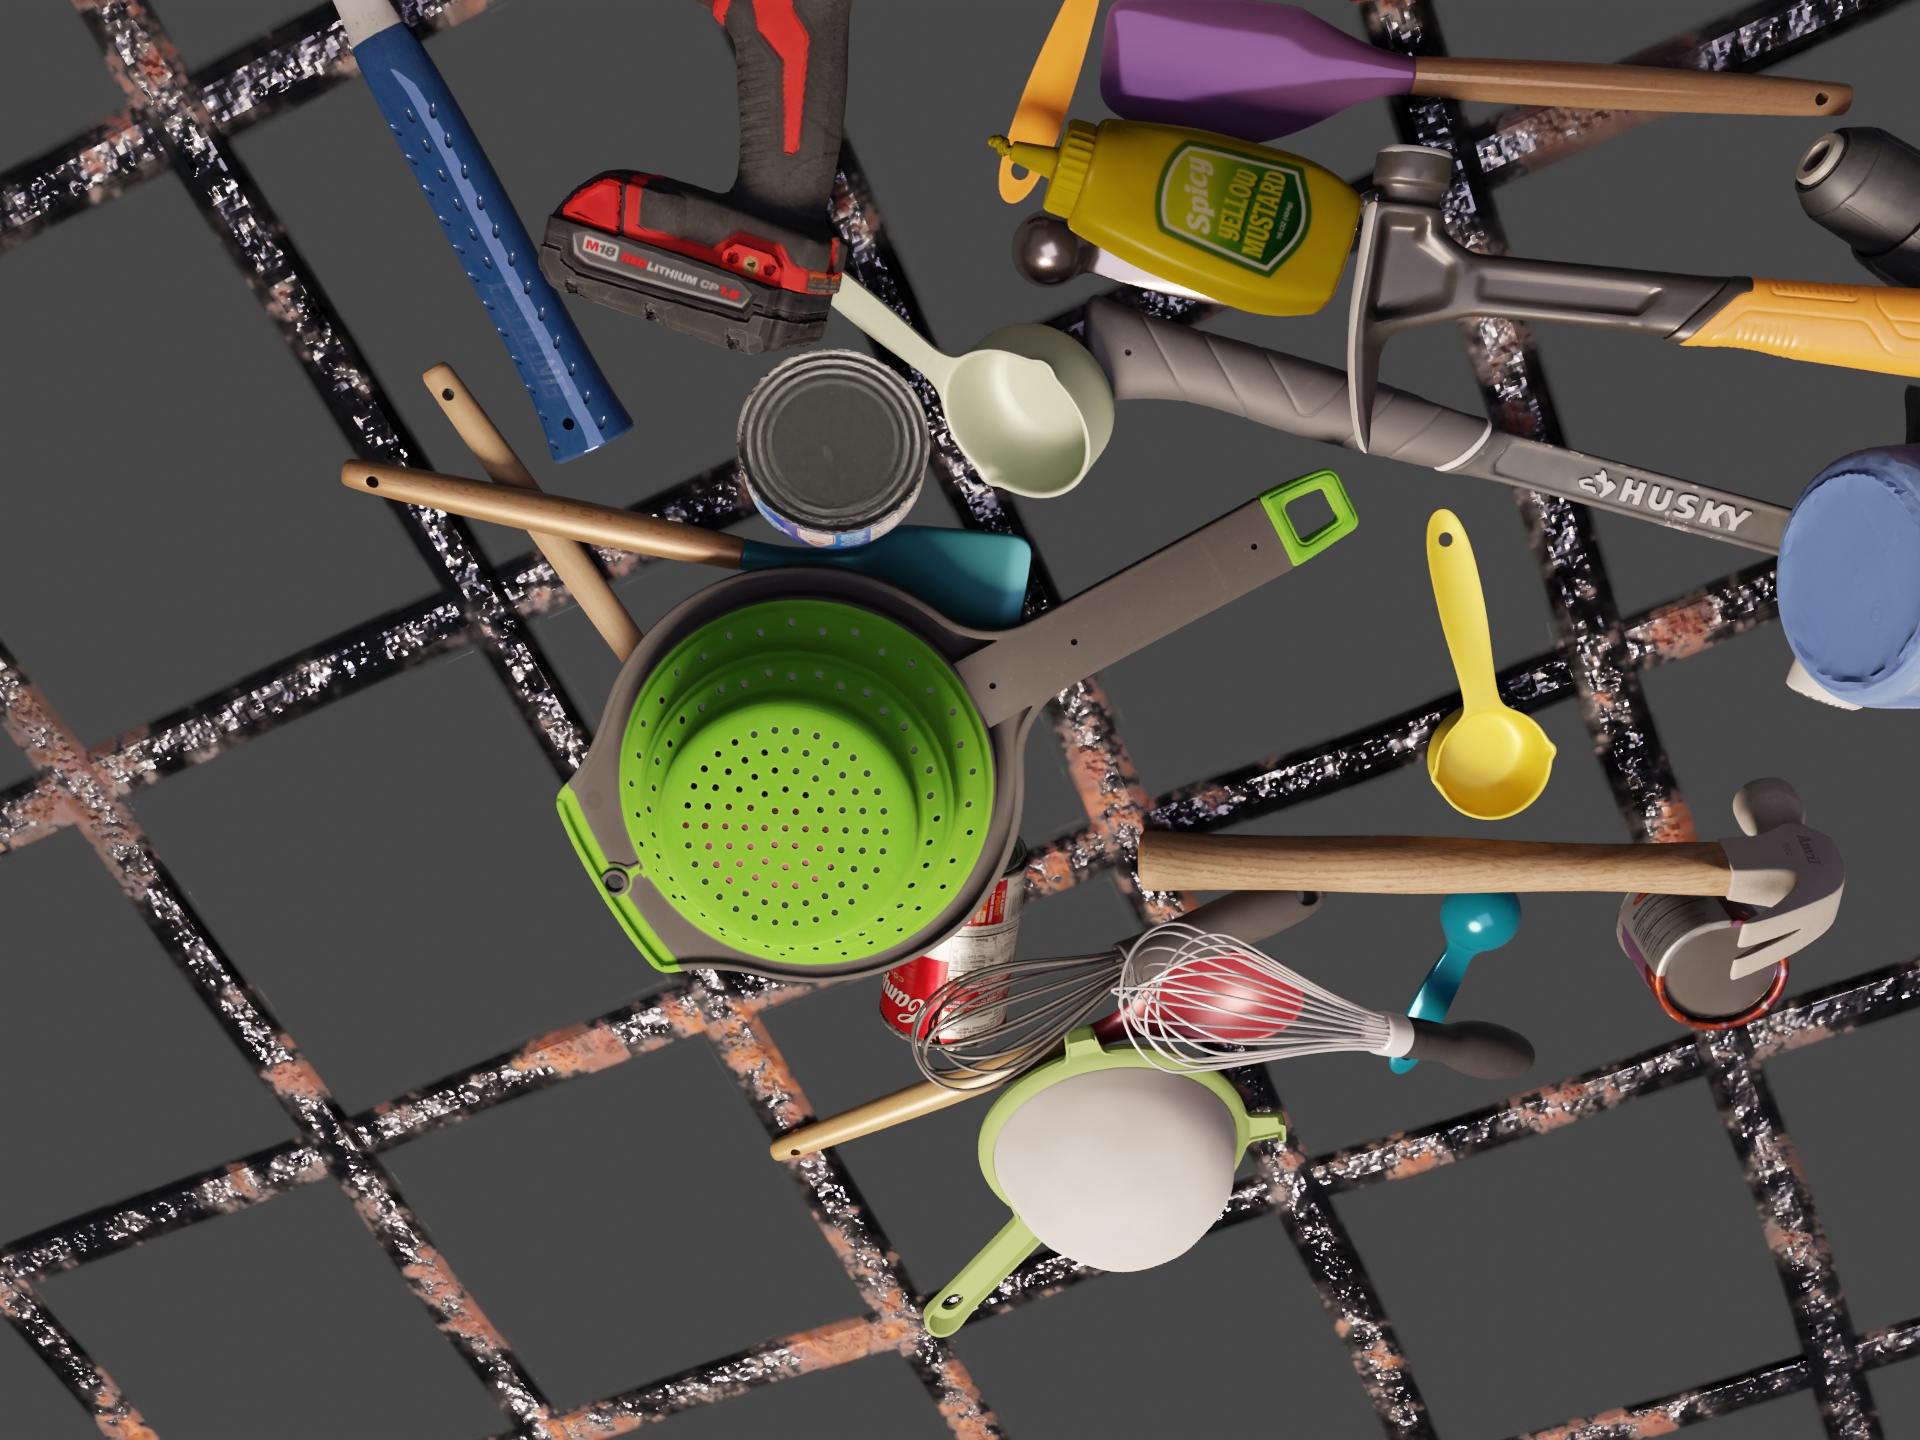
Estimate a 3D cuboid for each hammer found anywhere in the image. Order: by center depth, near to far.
[{"bbox_3d":[0.333,-0.158,0.656,0.337,0.034,0.127,8,103,9],"label":"hammer"},{"bbox_3d":[-0.246,-0.302,0.670,0.144,0.035,0.405,-22,111,11],"label":"hammer"},{"bbox_3d":[0.252,-0.125,0.728,0.409,0.036,0.149,15,107,-3],"label":"hammer"},{"bbox_3d":[0.254,0.073,0.784,0.331,0.130,0.031,0,119,11],"label":"hammer"}]

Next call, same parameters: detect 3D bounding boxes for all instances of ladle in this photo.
[{"bbox_3d":[0.035,0.189,0.876,0.315,0.031,0.069,-22,118,13],"label":"ladle"}]

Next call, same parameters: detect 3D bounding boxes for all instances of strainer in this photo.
[{"bbox_3d":[0.057,0.287,0.883,0.151,0.069,0.256,28,117,-22],"label":"strainer"}]

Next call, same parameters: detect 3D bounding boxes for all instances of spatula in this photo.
[{"bbox_3d":[0.218,-0.271,0.678,0.316,0.018,0.059,3,116,2],"label":"spatula"},{"bbox_3d":[-0.128,-0.082,0.746,0.317,0.044,0.082,11,111,-9],"label":"spatula"}]

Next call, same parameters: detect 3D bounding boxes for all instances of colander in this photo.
[{"bbox_3d":[-0.001,-0.002,0.705,0.397,0.094,0.204,-28,100,7],"label":"colander"}]

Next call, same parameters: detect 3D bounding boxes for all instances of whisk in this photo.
[{"bbox_3d":[0.084,0.125,0.796,0.239,0.055,0.055,-19,114,-18],"label":"whisk"},{"bbox_3d":[0.192,0.155,0.800,0.284,0.070,0.070,15,115,-30],"label":"whisk"}]

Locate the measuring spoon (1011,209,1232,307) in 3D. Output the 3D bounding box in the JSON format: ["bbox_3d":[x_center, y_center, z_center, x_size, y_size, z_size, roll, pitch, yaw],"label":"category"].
[{"bbox_3d":[0.084,-0.202,0.712,0.124,0.018,0.034,10,113,-3],"label":"measuring spoon"}]

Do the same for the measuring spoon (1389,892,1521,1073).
[{"bbox_3d":[0.262,0.143,0.851,0.042,0.021,0.128,17,113,-6],"label":"measuring spoon"}]

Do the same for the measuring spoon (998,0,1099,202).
[{"bbox_3d":[0.042,-0.281,0.686,0.021,0.011,0.117,20,116,-6],"label":"measuring spoon"}]

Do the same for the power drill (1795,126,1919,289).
[{"bbox_3d":[0.478,-0.257,0.646,0.190,0.080,0.228,26,114,-10],"label":"power drill"}]

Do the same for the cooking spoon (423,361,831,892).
[{"bbox_3d":[-0.163,-0.038,0.789,0.069,0.017,0.318,-29,110,10],"label":"cooking spoon"}]

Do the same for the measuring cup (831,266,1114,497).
[{"bbox_3d":[-0.002,-0.169,0.718,0.167,0.038,0.083,38,146,6],"label":"measuring cup"}]

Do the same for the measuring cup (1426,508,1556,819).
[{"bbox_3d":[0.249,-0.028,0.782,0.062,0.029,0.156,-14,100,3],"label":"measuring cup"}]

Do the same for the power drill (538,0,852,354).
[{"bbox_3d":[-0.093,-0.274,0.652,0.143,0.078,0.219,20,108,6],"label":"power drill"}]
